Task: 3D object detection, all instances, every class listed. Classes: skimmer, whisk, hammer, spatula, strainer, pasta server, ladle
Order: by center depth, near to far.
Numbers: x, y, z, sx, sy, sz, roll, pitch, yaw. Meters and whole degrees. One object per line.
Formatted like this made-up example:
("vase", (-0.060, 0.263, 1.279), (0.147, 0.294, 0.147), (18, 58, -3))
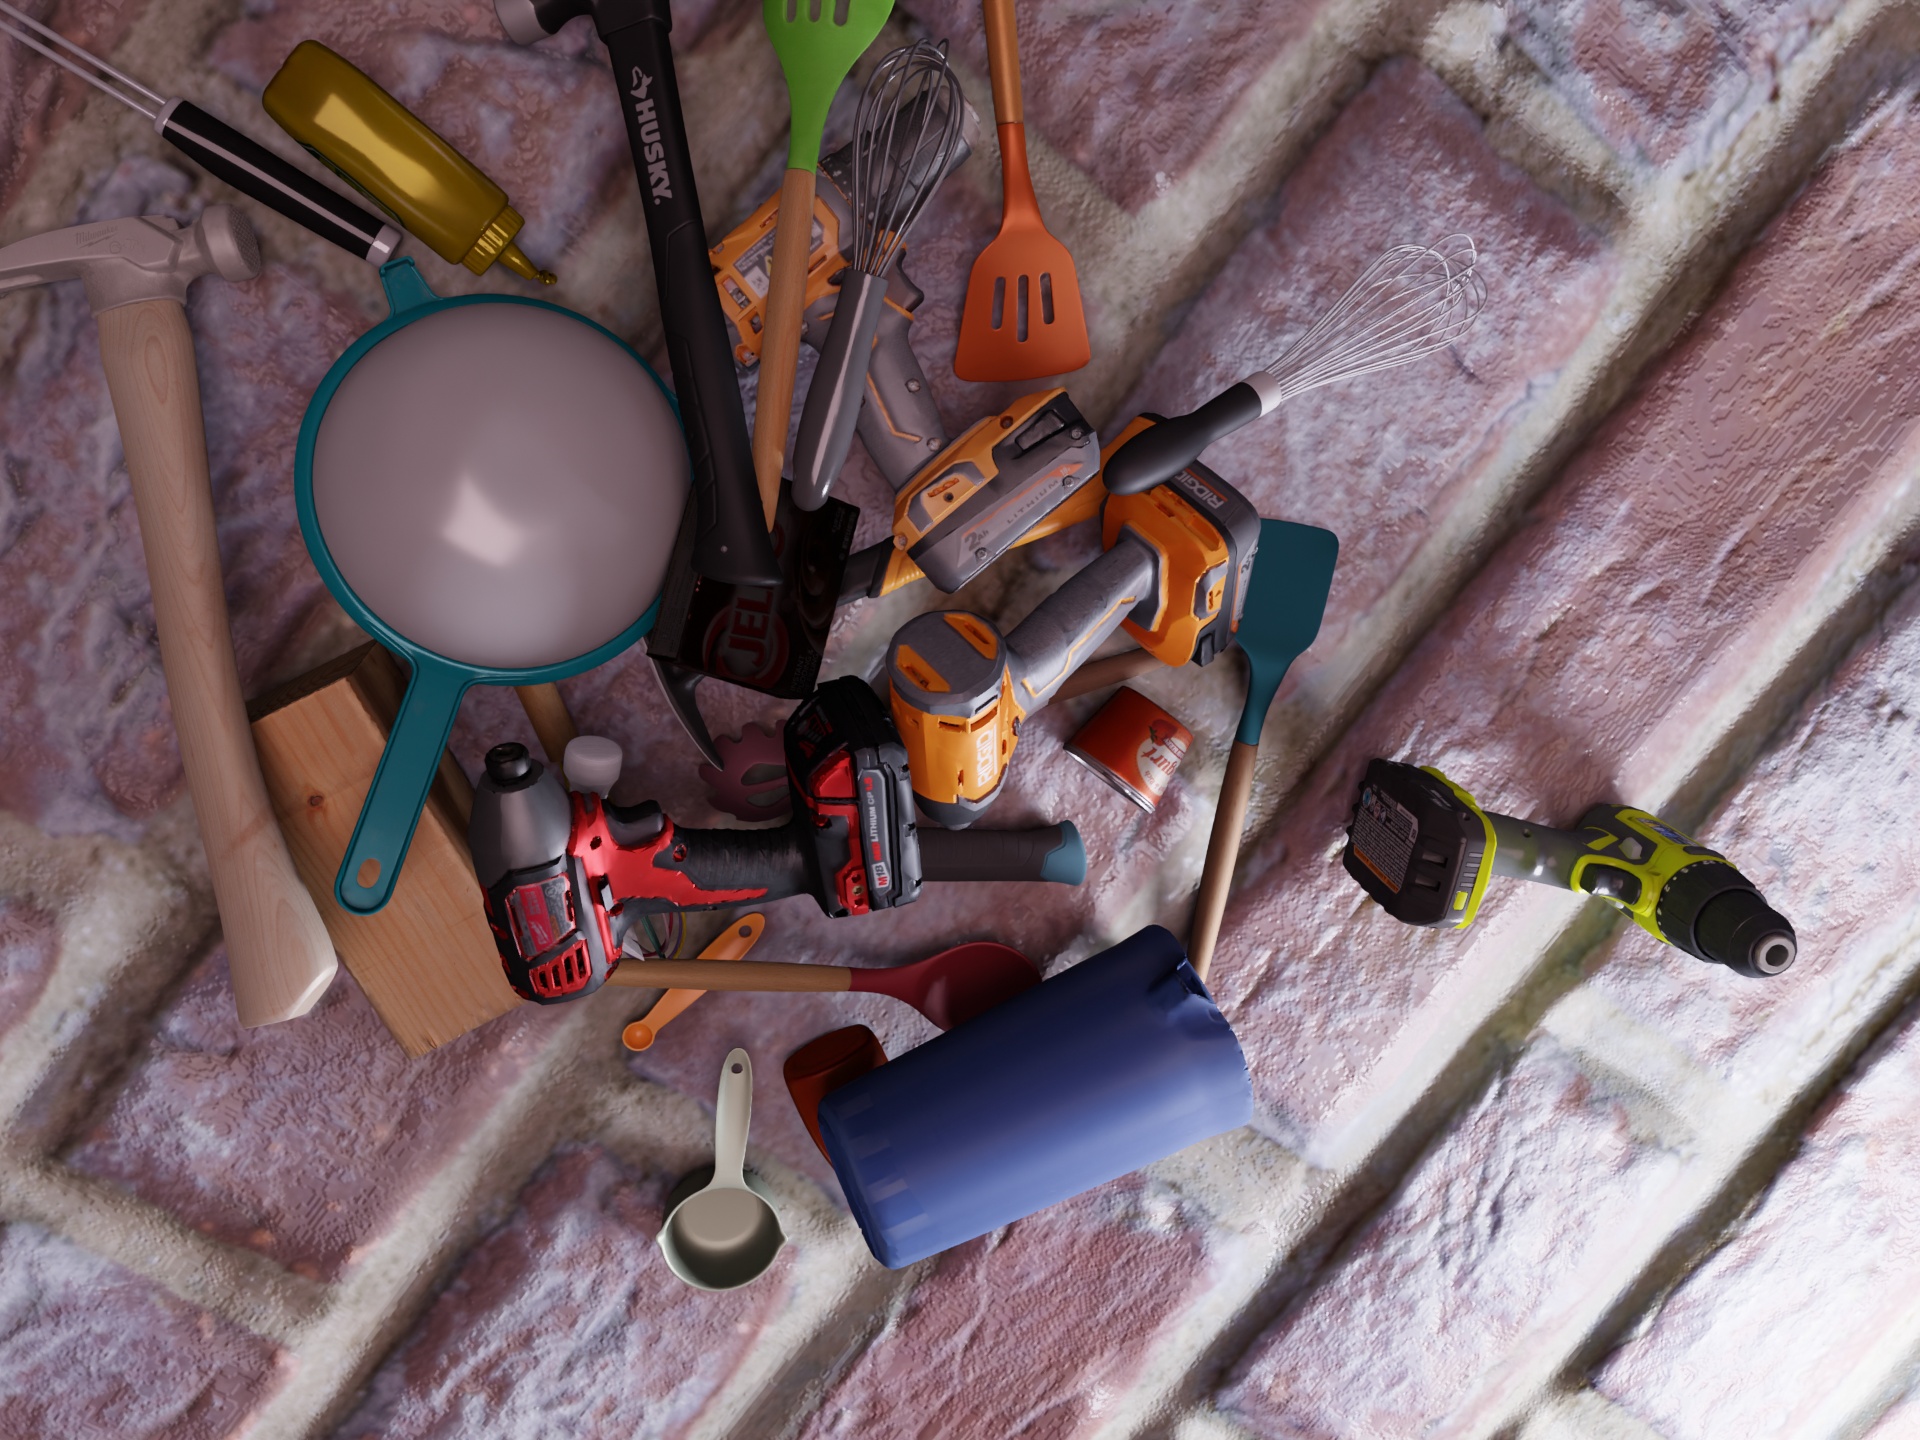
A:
("skimmer", (-0.434, -0.337, 0.753), (0.363, 0.090, 0.127), (30, 67, -19))
("hammer", (-0.133, -0.229, 0.790), (0.146, 0.035, 0.335), (-12, 88, 17))
("whisk", (-0.045, -0.220, 0.792), (0.055, 0.055, 0.239), (14, 100, -14))
("hammer", (-0.394, -0.049, 0.797), (0.146, 0.038, 0.411), (-13, 86, -4))
("strainer", (-0.244, -0.066, 0.799), (0.211, 0.095, 0.340), (20, 78, -19))
("spatula", (0.022, -0.350, 0.870), (0.081, 0.041, 0.322), (-8, 103, -7))
("whisk", (0.189, -0.195, 0.887), (0.284, 0.070, 0.070), (-33, 110, -20))
("hammer", (-0.019, -0.090, 0.918), (0.337, 0.034, 0.127), (-23, 92, -6))
("whisk", (-0.222, 0.041, 0.924), (0.047, 0.051, 0.245), (-21, 105, 2))
("hammer", (-0.072, 0.076, 0.924), (0.331, 0.033, 0.128), (3, 117, -26))
("ladle", (-0.092, 0.156, 0.951), (0.315, 0.031, 0.069), (7, 107, -28))
("pasta server", (-0.002, -0.003, 0.962), (0.316, 0.040, 0.060), (-18, 108, -9))
("spatula", (0.174, 0.033, 1.005), (0.082, 0.044, 0.317), (5, 109, -12))

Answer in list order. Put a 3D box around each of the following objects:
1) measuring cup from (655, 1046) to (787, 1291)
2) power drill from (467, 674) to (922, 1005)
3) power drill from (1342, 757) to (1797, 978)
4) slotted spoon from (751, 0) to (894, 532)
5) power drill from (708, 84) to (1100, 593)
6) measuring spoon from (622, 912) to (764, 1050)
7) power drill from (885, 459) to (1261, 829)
("measuring cup", (-0.148, 0.278, 1.007), (0.083, 0.038, 0.167), (4, 103, -11))
("power drill", (-0.138, 0.056, 0.818), (0.219, 0.079, 0.143), (-14, 123, -14))
("power drill", (0.370, 0.094, 0.973), (0.228, 0.191, 0.080), (10, 104, -9))
("slotted spoon", (-0.082, -0.251, 0.805), (0.070, 0.031, 0.314), (8, 93, 14))
("power drill", (-0.016, -0.205, 0.850), (0.185, 0.084, 0.226), (-39, 92, 7))
("measuring spoon", (-0.165, 0.160, 0.986), (0.117, 0.011, 0.021), (-44, 108, 0))
("power drill", (0.057, -0.034, 0.886), (0.226, 0.084, 0.164), (-35, 152, -21))
